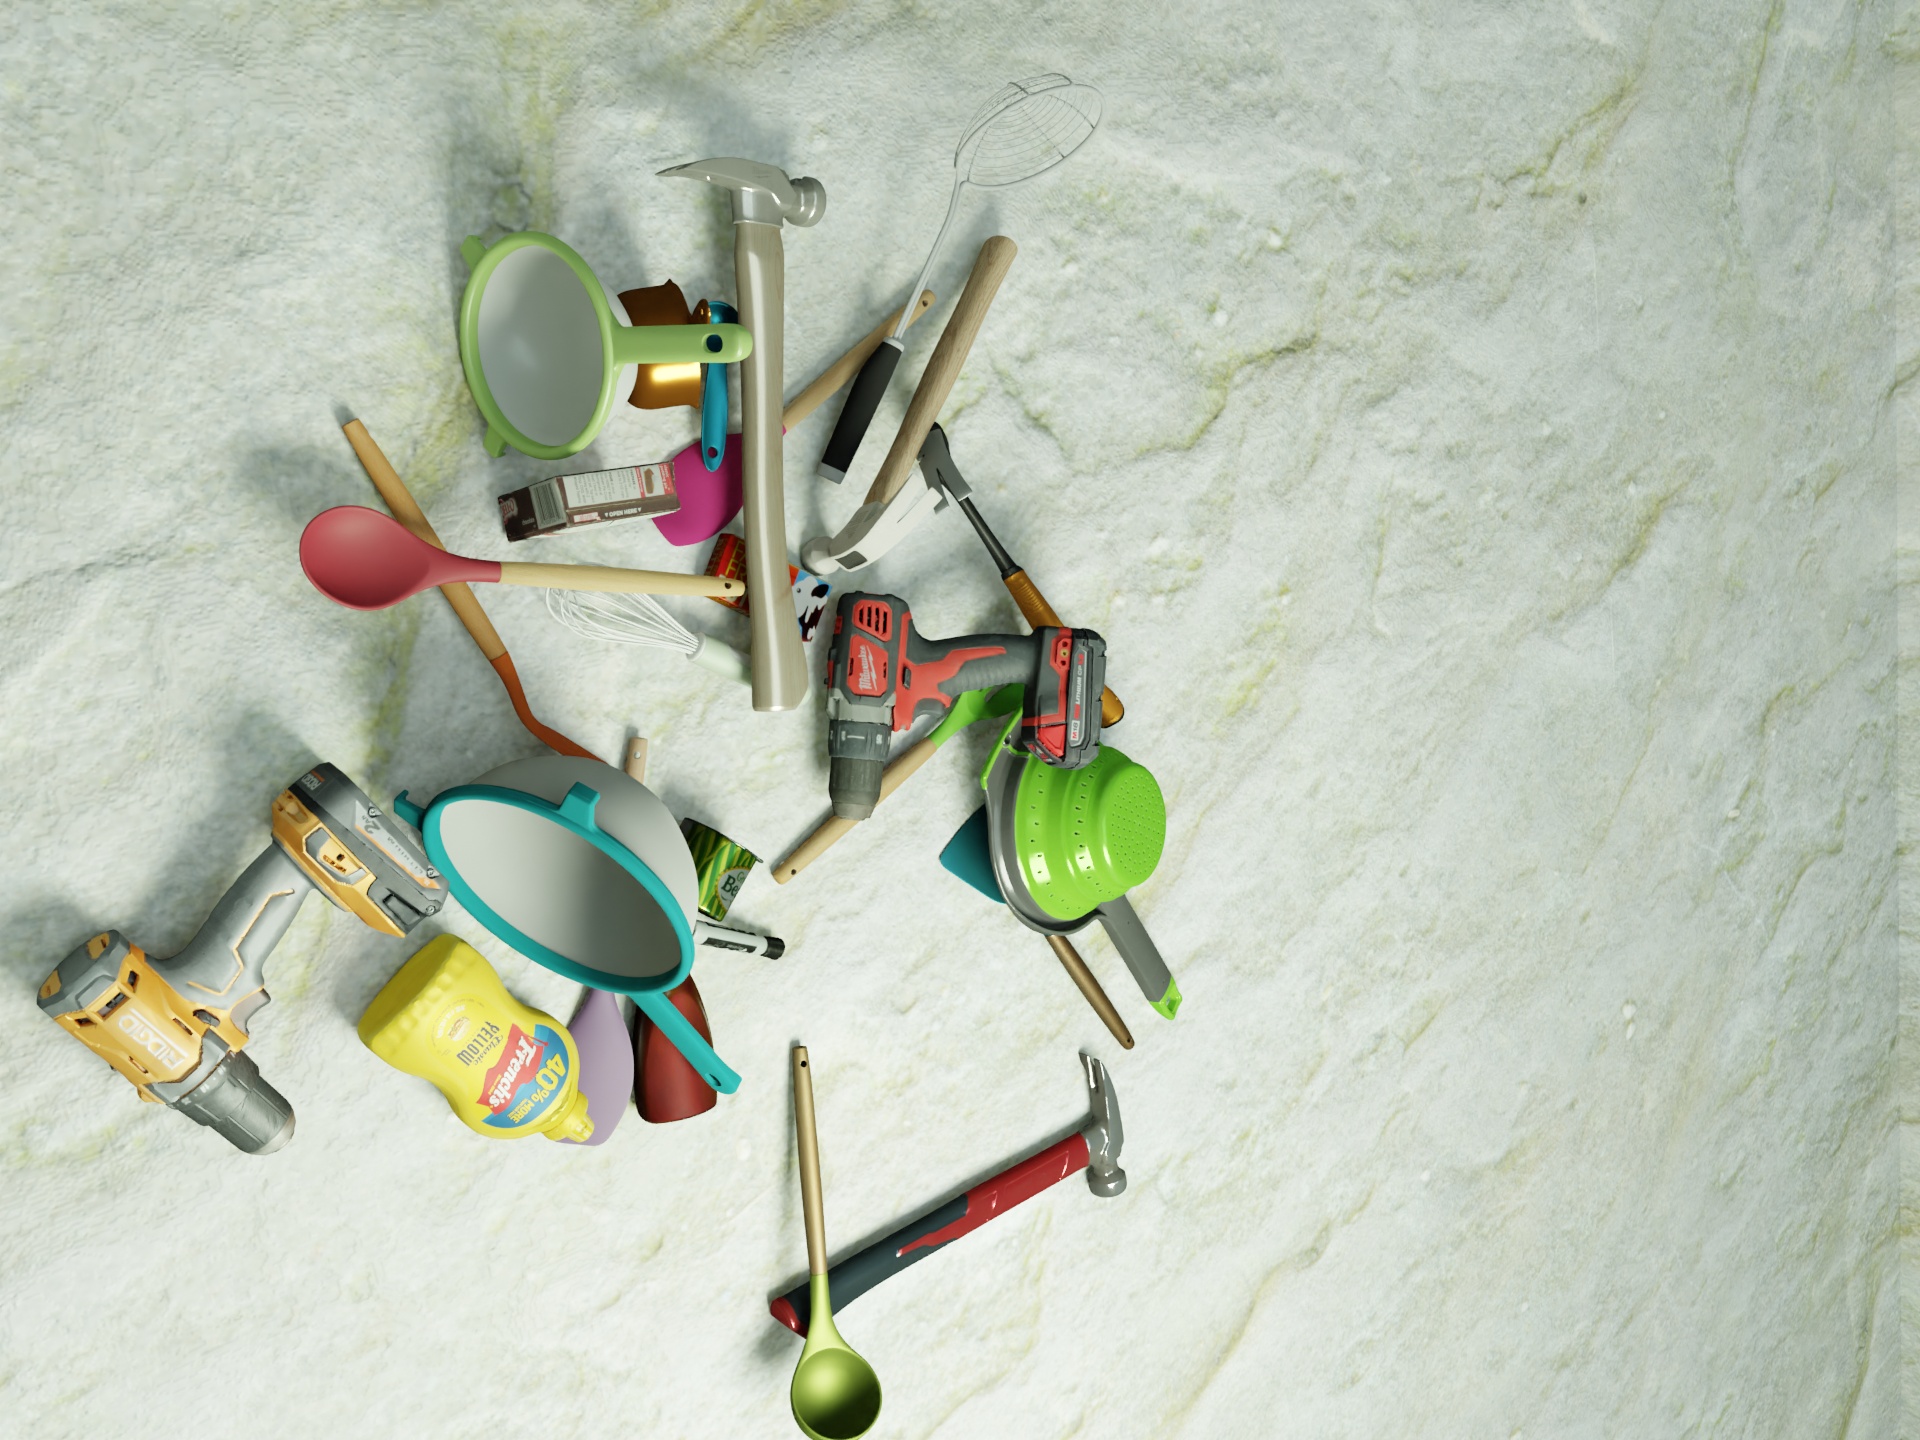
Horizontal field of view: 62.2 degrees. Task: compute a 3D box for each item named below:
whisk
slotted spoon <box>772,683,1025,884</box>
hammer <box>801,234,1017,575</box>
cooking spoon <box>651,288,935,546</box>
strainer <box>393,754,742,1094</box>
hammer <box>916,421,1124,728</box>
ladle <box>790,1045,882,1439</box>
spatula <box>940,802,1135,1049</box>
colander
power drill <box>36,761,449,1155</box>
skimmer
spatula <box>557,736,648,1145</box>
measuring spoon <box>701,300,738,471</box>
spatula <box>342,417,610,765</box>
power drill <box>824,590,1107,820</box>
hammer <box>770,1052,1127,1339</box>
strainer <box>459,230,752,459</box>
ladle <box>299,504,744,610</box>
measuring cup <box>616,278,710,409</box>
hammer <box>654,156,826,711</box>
[{"bbox_3d":[-0.209,-0.060,1.220,0.246,0.058,0.059,25,115,-41],"label":"whisk"},{"bbox_3d":[-0.044,0.034,1.368,0.314,0.031,0.070,-42,127,-23],"label":"slotted spoon"},{"bbox_3d":[-0.024,-0.266,1.303,0.031,0.130,0.331,35,66,-29],"label":"hammer"},{"bbox_3d":[-0.127,-0.251,1.272,0.319,0.017,0.068,-46,121,-23],"label":"cooking spoon"},{"bbox_3d":[-0.235,0.138,1.153,0.340,0.211,0.095,59,42,-34],"label":"strainer"},{"bbox_3d":[0.060,-0.107,1.387,0.034,0.127,0.336,-31,126,9],"label":"hammer"},{"bbox_3d":[-0.115,0.432,1.315,0.078,0.062,0.320,-3,85,-28],"label":"ladle"},{"bbox_3d":[0.089,0.209,1.495,0.082,0.044,0.317,-49,126,-23],"label":"spatula"},{"bbox_3d":[0.156,0.150,1.469,0.396,0.094,0.205,58,47,-33],"label":"colander"},{"bbox_3d":[-0.448,0.162,1.049,0.226,0.084,0.185,-45,120,-19],"label":"power drill"},{"bbox_3d":[-0.003,-0.346,1.271,0.363,0.090,0.127,-64,164,4],"label":"skimmer"},{"bbox_3d":[-0.267,0.169,1.219,0.059,0.018,0.316,8,90,-13],"label":"spatula"},{"bbox_3d":[-0.192,-0.256,1.221,0.042,0.021,0.128,0,96,-34],"label":"measuring spoon"},{"bbox_3d":[-0.332,-0.071,1.124,0.041,0.081,0.322,-32,110,-12],"label":"spatula"},{"bbox_3d":[-0.002,-0.004,1.317,0.226,0.080,0.188,6,87,-10],"label":"power drill"},{"bbox_3d":[-0.004,0.437,1.444,0.386,0.038,0.143,-19,106,-34],"label":"hammer"},{"bbox_3d":[-0.226,-0.253,1.067,0.069,0.256,0.151,-24,116,-54],"label":"strainer"},{"bbox_3d":[-0.295,-0.103,1.106,0.315,0.031,0.069,2,85,-33],"label":"ladle"},{"bbox_3d":[-0.211,-0.268,1.112,0.052,0.174,0.095,-13,96,-17],"label":"measuring cup"},{"bbox_3d":[-0.157,-0.211,1.205,0.146,0.038,0.410,-10,100,-51],"label":"hammer"}]
